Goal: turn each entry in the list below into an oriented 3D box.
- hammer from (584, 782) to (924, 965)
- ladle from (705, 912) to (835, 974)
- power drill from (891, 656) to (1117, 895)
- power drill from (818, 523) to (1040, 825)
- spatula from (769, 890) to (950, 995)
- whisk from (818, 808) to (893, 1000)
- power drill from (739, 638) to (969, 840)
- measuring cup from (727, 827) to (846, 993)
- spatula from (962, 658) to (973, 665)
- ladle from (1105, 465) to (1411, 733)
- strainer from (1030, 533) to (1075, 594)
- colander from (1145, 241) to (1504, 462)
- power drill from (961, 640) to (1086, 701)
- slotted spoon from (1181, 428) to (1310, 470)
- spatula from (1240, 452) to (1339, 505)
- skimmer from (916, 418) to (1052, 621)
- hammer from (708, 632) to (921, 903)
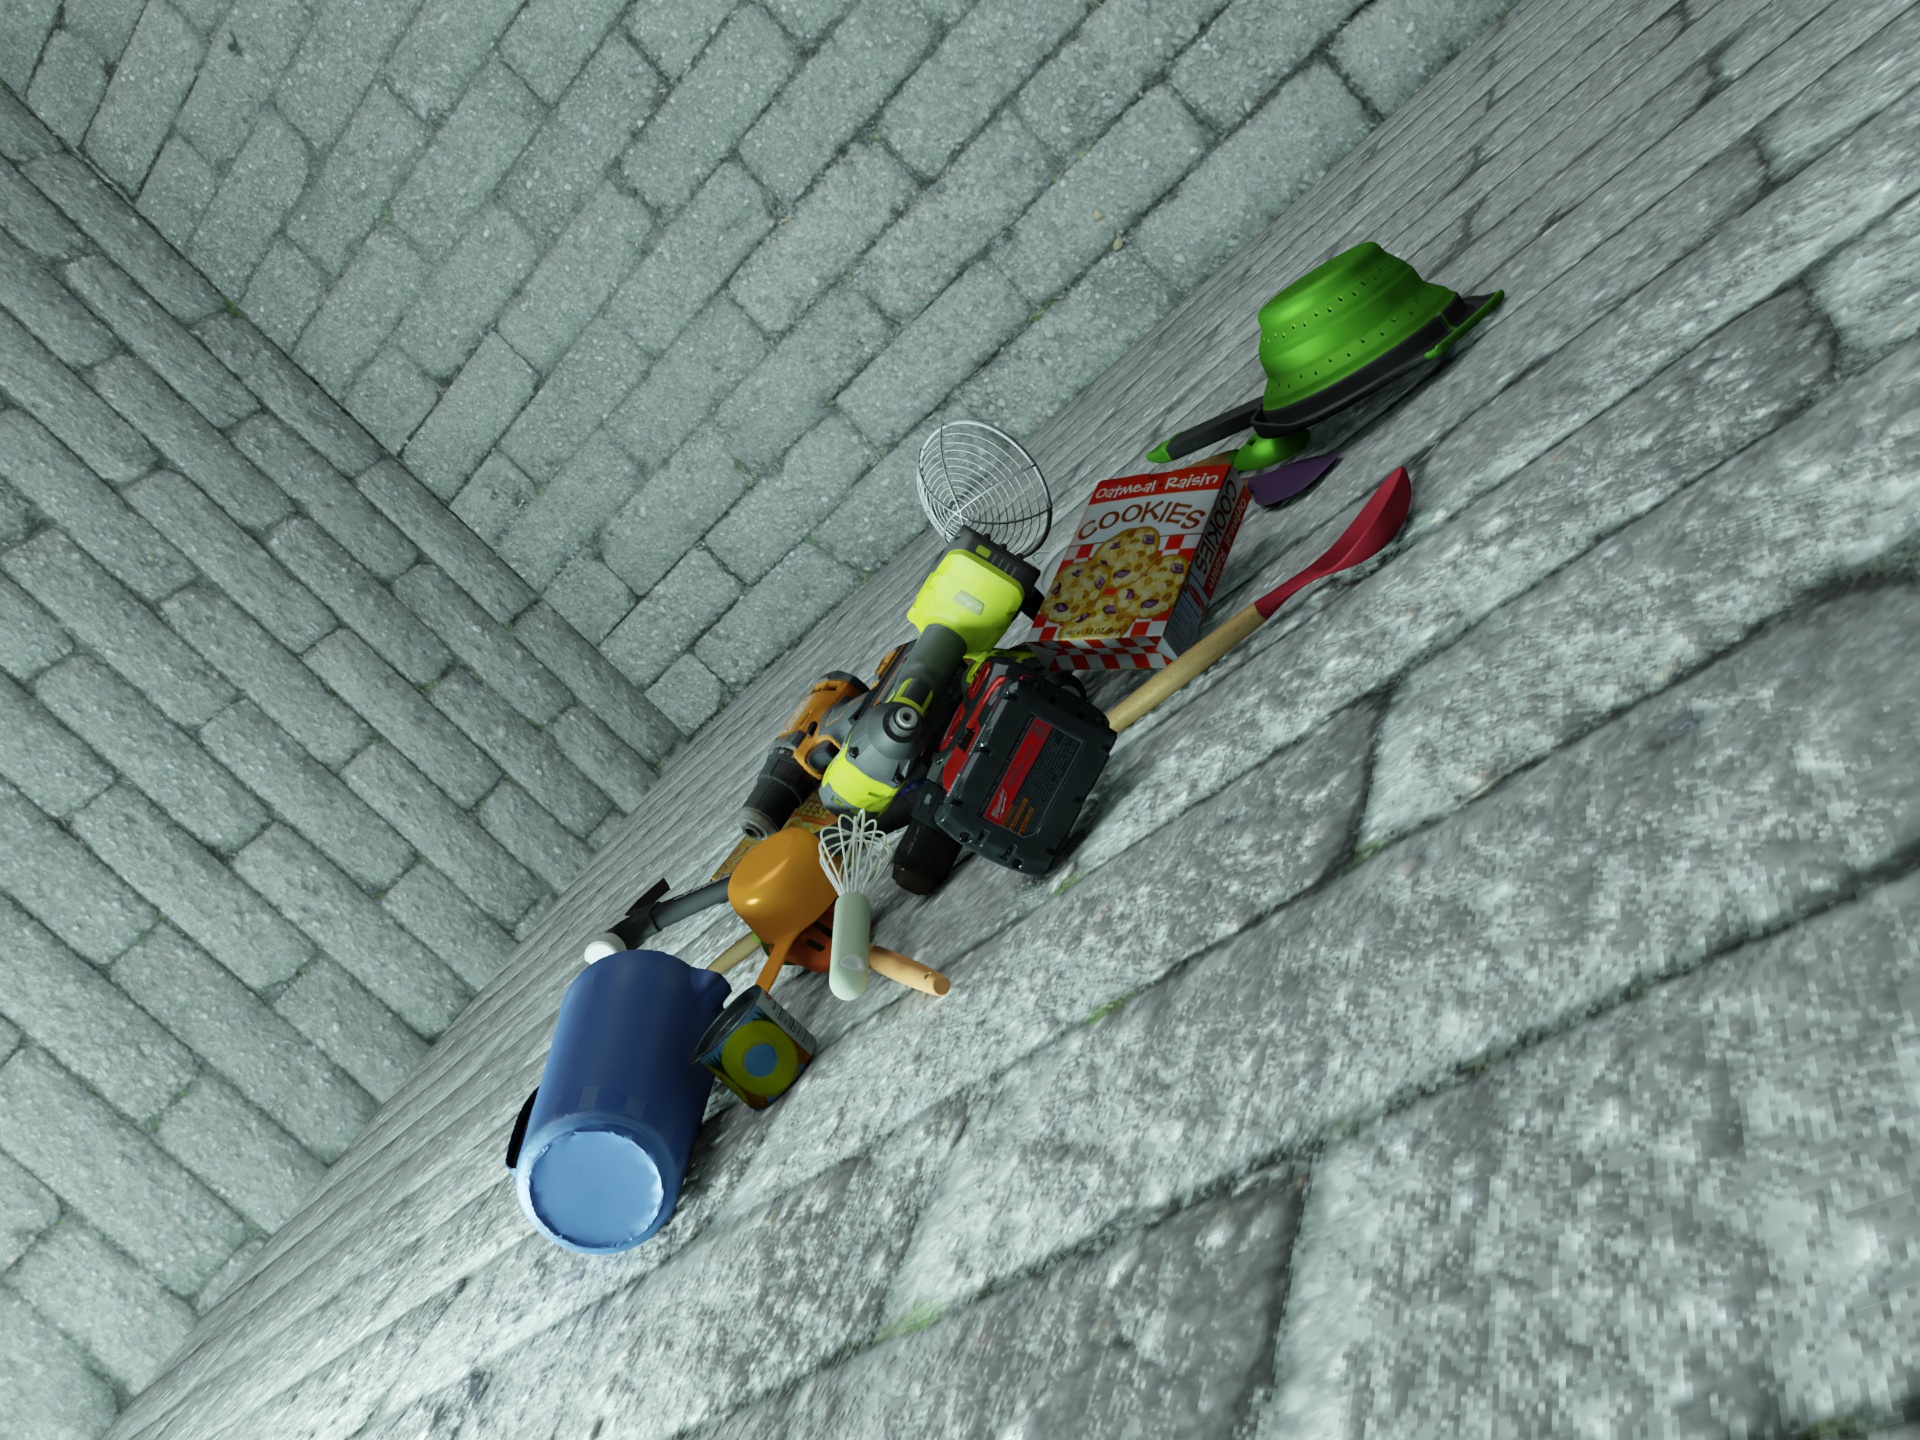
[{"bbox_3d":[-0.160,0.125,1.382,0.335,0.035,0.146,-24,9,13],"label":"hammer"},{"bbox_3d":[-0.175,0.204,1.411,0.078,0.062,0.320,-51,5,-29],"label":"ladle"},{"bbox_3d":[0.016,0.048,1.103,0.188,0.080,0.227,-62,10,-1],"label":"power drill"},{"bbox_3d":[-0.025,-0.036,1.243,0.223,0.080,0.171,-61,4,-27],"label":"power drill"},{"bbox_3d":[-0.066,0.161,1.120,0.081,0.041,0.322,-46,11,-14],"label":"spatula"},{"bbox_3d":[-0.077,0.129,1.126,0.246,0.057,0.059,-96,22,-69],"label":"whisk"},{"bbox_3d":[-0.102,0.022,1.432,0.226,0.084,0.185,-16,35,52],"label":"power drill"},{"bbox_3d":[-0.147,0.148,1.208,0.095,0.052,0.174,-27,23,26],"label":"measuring cup"},{"bbox_3d":[0.012,-0.055,1.548,0.082,0.044,0.318,-59,25,-6],"label":"spatula"},{"bbox_3d":[0.181,-0.059,1.060,0.315,0.031,0.069,-40,9,35],"label":"ladle"},{"bbox_3d":[0.136,-0.152,1.565,0.087,0.050,0.258,-53,17,-9],"label":"strainer"},{"bbox_3d":[0.270,-0.312,1.367,0.204,0.094,0.397,-41,13,-29],"label":"colander"},{"bbox_3d":[0.108,-0.083,1.302,0.228,0.080,0.191,-48,15,-7],"label":"power drill"},{"bbox_3d":[0.251,-0.246,1.514,0.070,0.031,0.314,-34,7,-7],"label":"slotted spoon"},{"bbox_3d":[0.245,-0.201,1.386,0.060,0.018,0.316,-43,11,-5],"label":"spatula"},{"bbox_3d":[0.054,-0.158,1.410,0.090,0.127,0.363,-63,-20,-2],"label":"skimmer"},{"bbox_3d":[-0.140,0.046,1.646,0.409,0.036,0.149,-49,16,22],"label":"hammer"}]
